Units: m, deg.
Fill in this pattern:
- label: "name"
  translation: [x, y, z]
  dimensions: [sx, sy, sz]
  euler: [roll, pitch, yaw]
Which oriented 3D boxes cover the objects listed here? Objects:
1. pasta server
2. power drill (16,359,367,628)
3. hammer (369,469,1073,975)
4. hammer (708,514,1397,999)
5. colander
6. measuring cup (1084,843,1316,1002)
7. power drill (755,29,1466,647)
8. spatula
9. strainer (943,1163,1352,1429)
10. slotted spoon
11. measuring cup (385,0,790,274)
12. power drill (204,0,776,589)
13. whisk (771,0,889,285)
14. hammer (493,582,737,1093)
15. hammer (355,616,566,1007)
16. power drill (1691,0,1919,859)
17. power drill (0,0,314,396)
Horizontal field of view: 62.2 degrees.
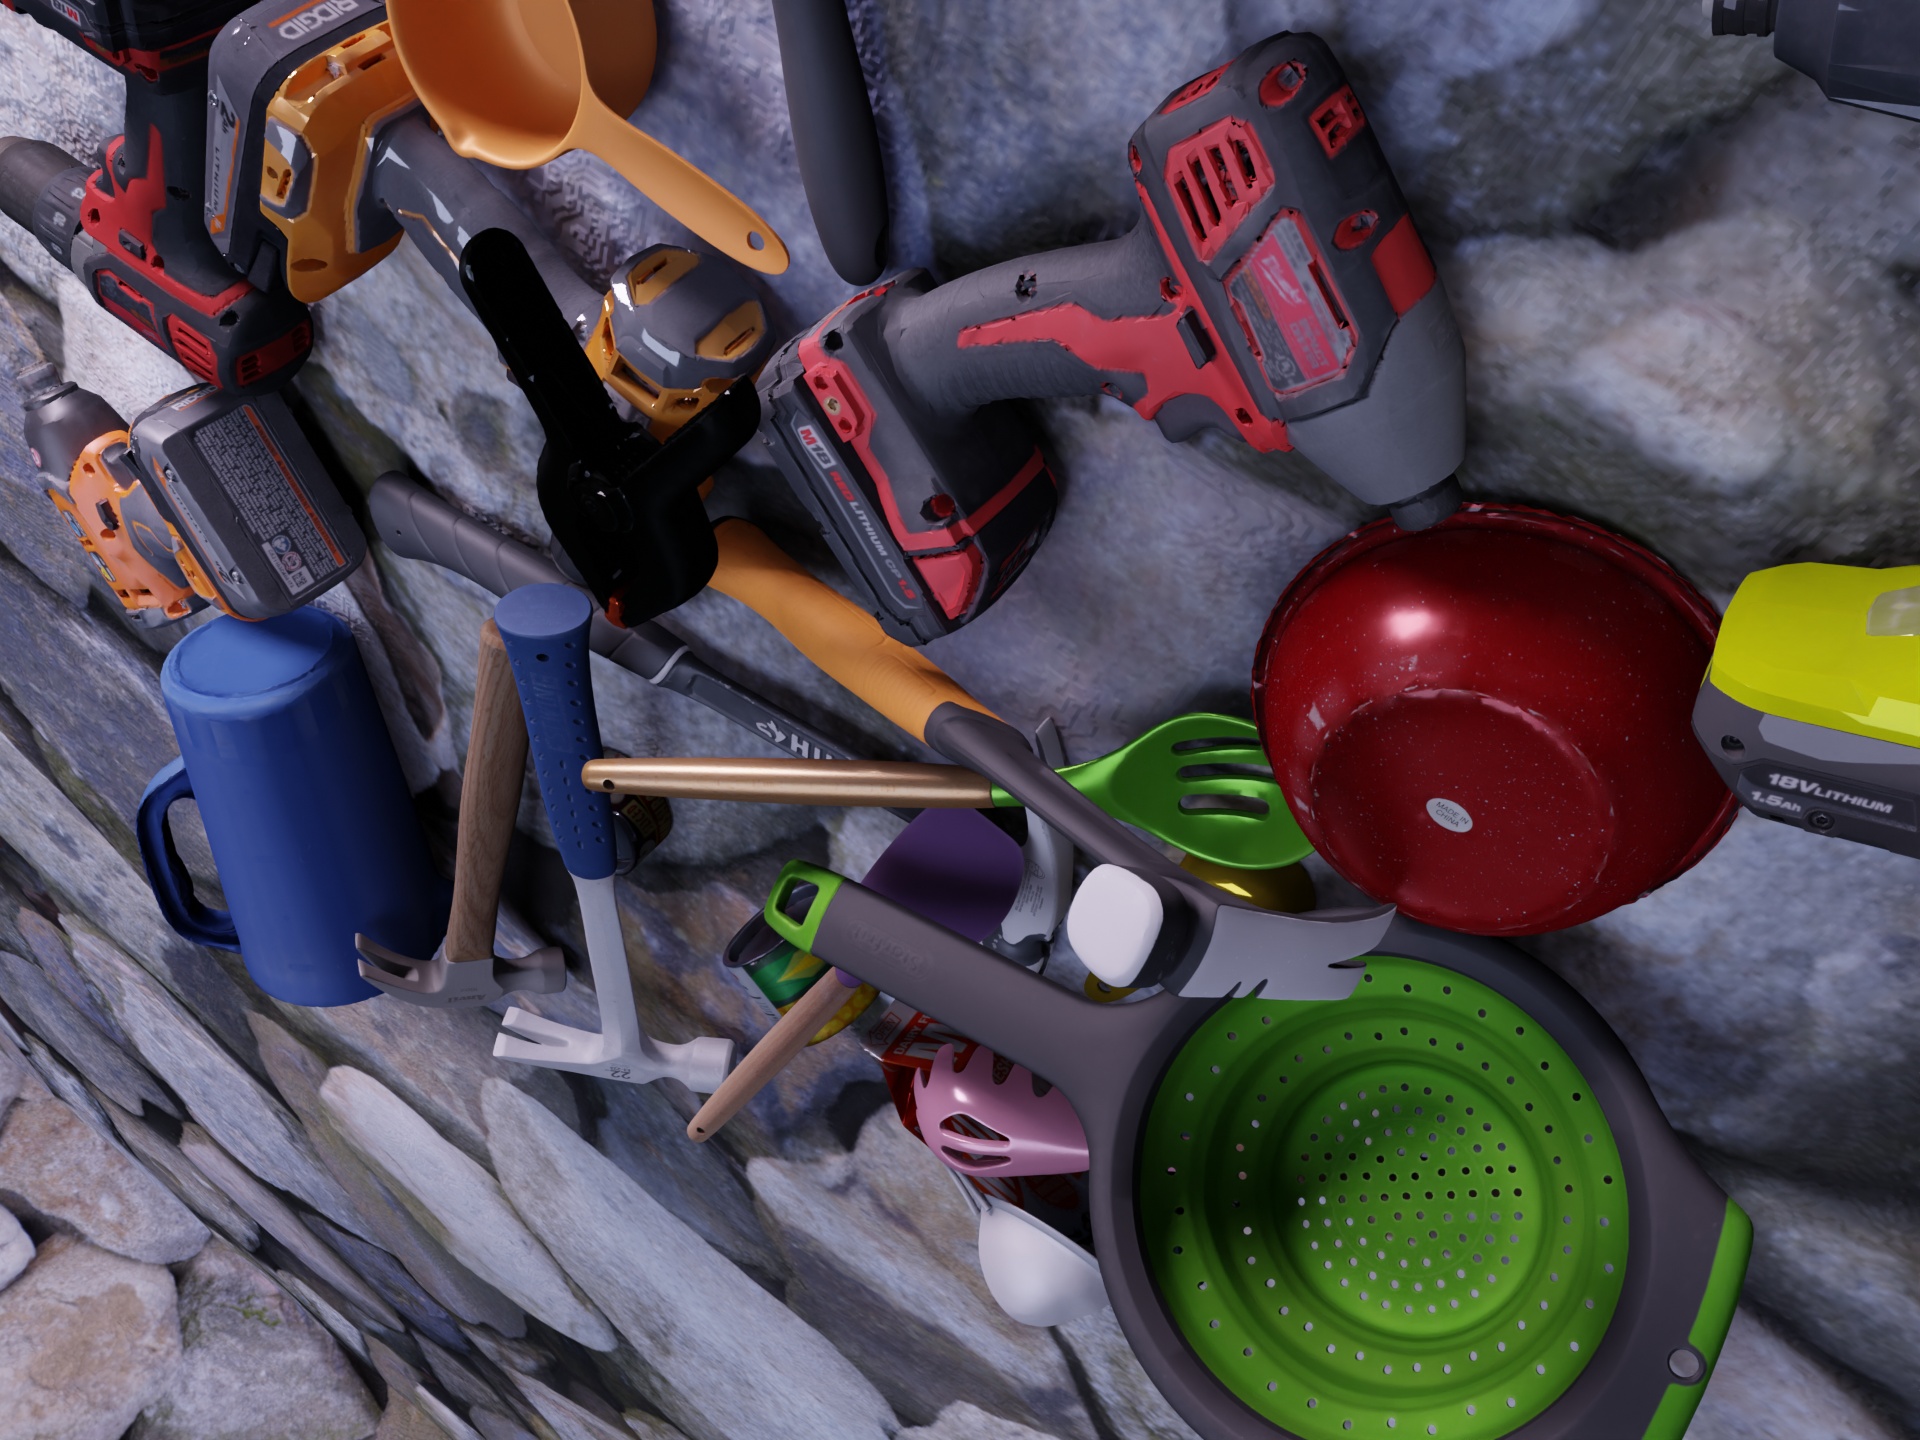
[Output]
- label: "pasta server"
  translation: [0.126, 0.183, 0.676]
  dimensions: [0.316, 0.040, 0.060]
  euler: [1, 110, 17]
- label: "power drill"
  translation: [-0.442, -0.132, 0.886]
  dimensions: [0.226, 0.084, 0.164]
  euler: [3, 127, 43]
- label: "hammer"
  translation: [-0.123, -0.021, 0.752]
  dimensions: [0.409, 0.036, 0.149]
  euler: [29, 138, 17]
- label: "hammer"
  translation: [-0.001, -0.002, 0.574]
  dimensions: [0.337, 0.127, 0.034]
  euler: [37, 109, 45]
- label: "colander"
  translation: [0.093, 0.149, 0.631]
  dimensions: [0.397, 0.204, 0.094]
  euler: [23, 175, 29]
- label: "measuring cup"
  translation: [0.090, 0.098, 0.681]
  dimensions: [0.062, 0.029, 0.156]
  euler: [43, 139, 0]
- label: "power drill"
  translation: [0.048, -0.102, 0.503]
  dimensions: [0.220, 0.078, 0.143]
  euler: [-15, 115, 43]
- label: "spatula"
  translation: [-0.063, 0.135, 0.765]
  dimensions: [0.060, 0.018, 0.315]
  euler: [39, 130, -3]
- label: "strainer"
  translation: [0.096, 0.283, 0.729]
  dimensions: [0.258, 0.050, 0.086]
  euler: [28, 156, 0]
- label: "slotted spoon"
  translation: [-0.011, 0.024, 0.637]
  dimensions: [0.314, 0.031, 0.070]
  euler: [1, 122, 17]
- label: "measuring cup"
  translation: [-0.116, -0.217, 0.550]
  dimensions: [0.173, 0.052, 0.095]
  euler: [38, 136, 3]
- label: "power drill"
  translation: [-0.194, -0.162, 0.651]
  dimensions: [0.226, 0.084, 0.185]
  euler: [39, 143, -2]
- label: "whisk"
  translation: [-0.051, -0.242, 0.483]
  dimensions: [0.055, 0.055, 0.238]
  euler: [18, 140, 28]
- label: "hammer"
  translation: [-0.201, 0.084, 0.844]
  dimensions: [0.144, 0.035, 0.405]
  euler: [6, 138, 1]
- label: "hammer"
  translation: [-0.279, 0.066, 0.925]
  dimensions: [0.031, 0.130, 0.331]
  euler: [64, 146, 37]
- label: "power drill"
  translation: [0.248, -0.076, 0.358]
  dimensions: [0.171, 0.080, 0.223]
  euler: [15, 130, 29]
- label: "power drill"
  translation: [-0.383, -0.272, 0.712]
  dimensions: [0.188, 0.080, 0.226]
  euler: [35, 144, 10]
